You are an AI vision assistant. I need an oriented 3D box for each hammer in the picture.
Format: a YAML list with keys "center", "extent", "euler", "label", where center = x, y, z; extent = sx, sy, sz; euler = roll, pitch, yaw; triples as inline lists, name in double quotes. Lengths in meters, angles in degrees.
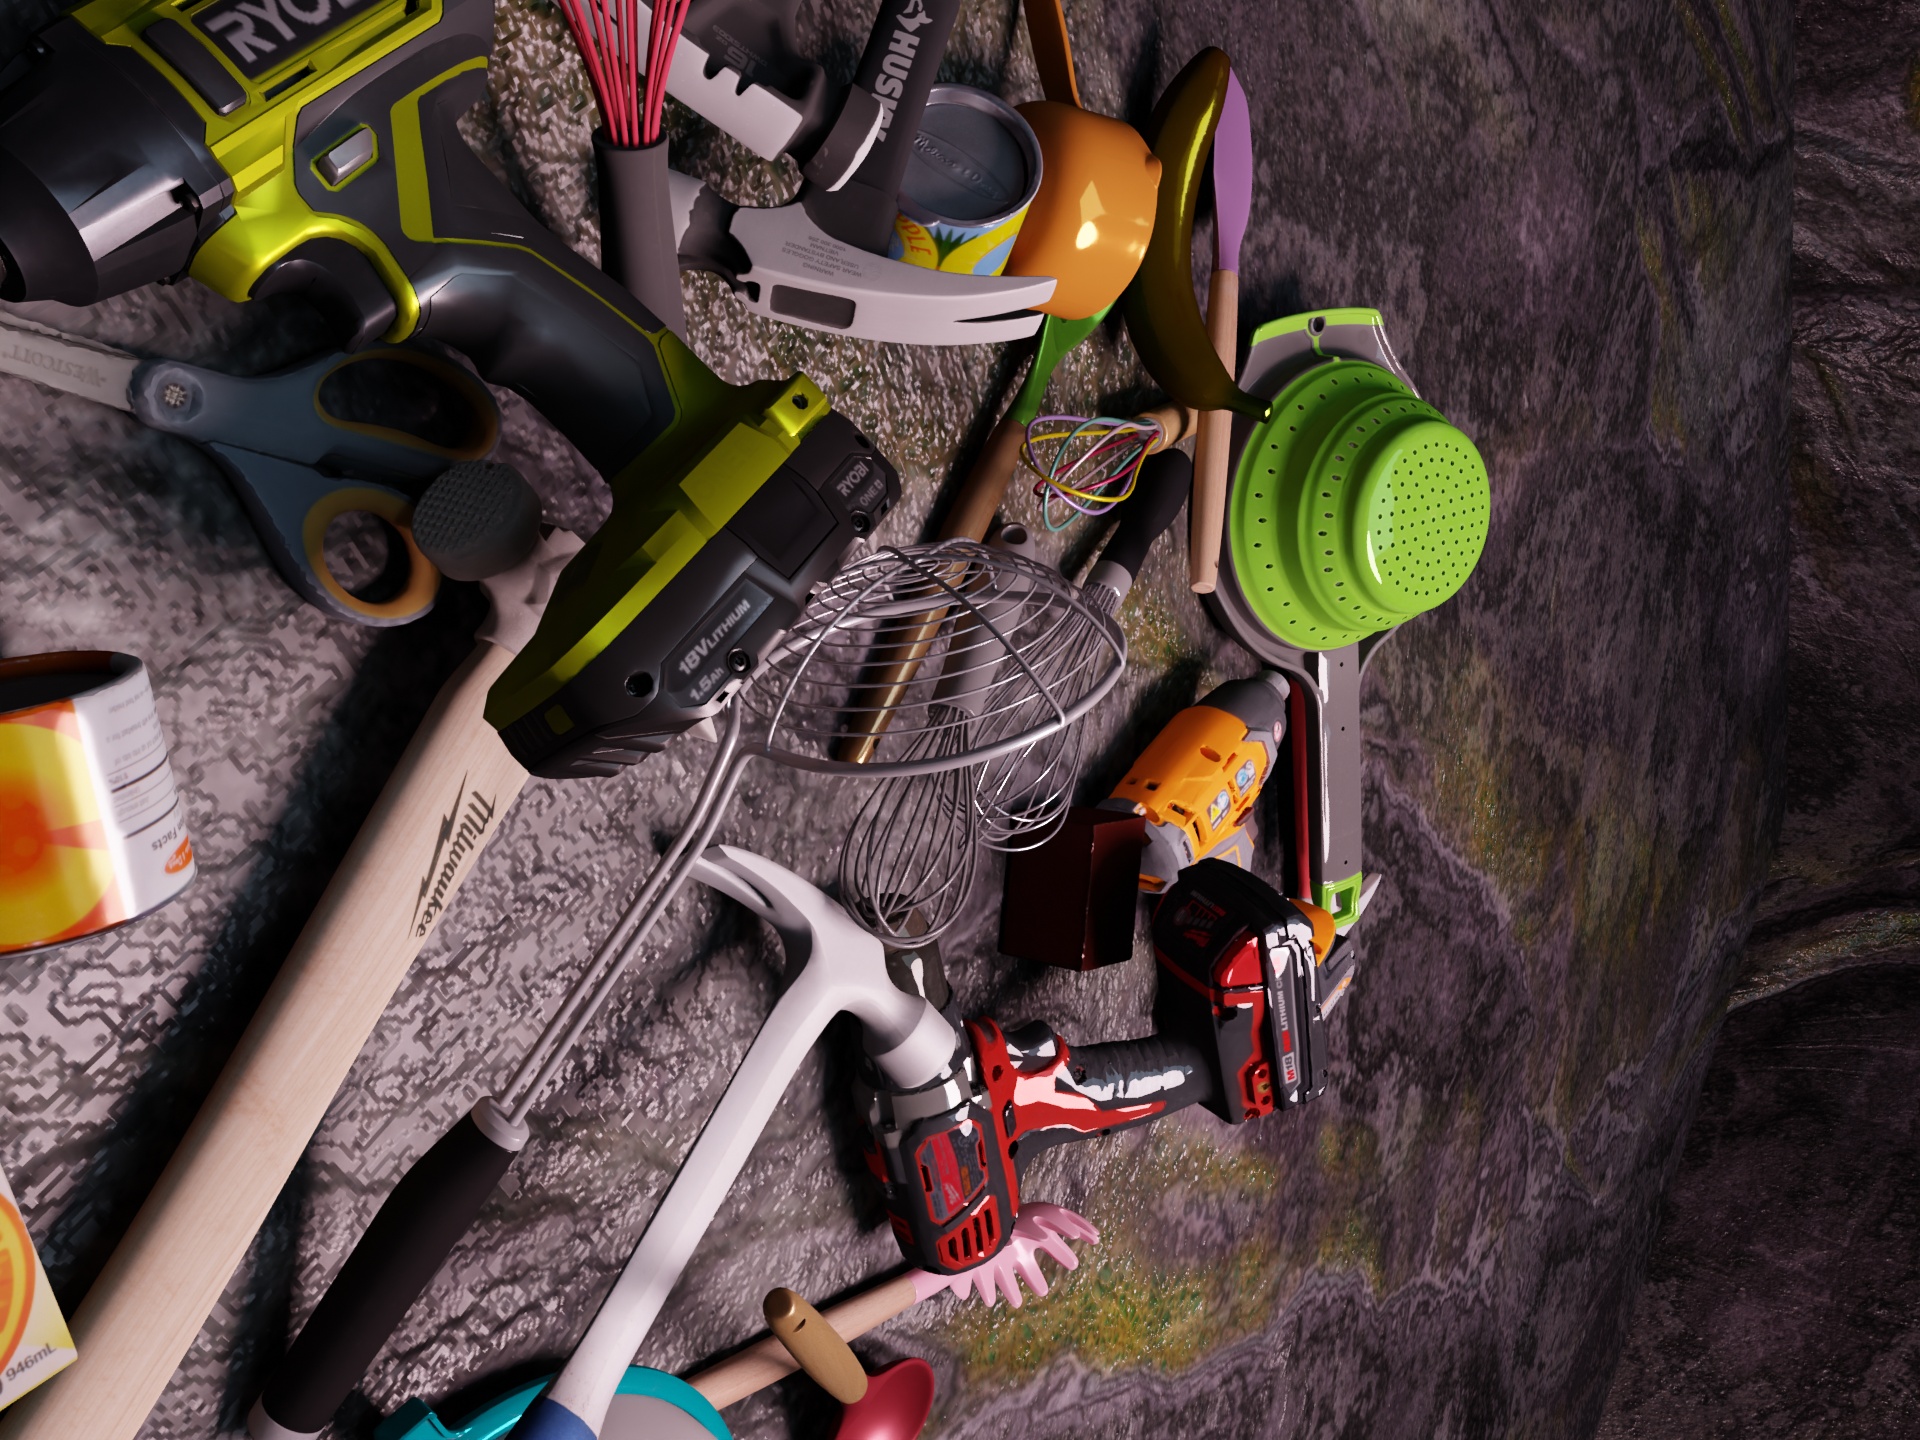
- center: [-0.005, -0.290, 0.612]
  extent: [0.035, 0.146, 0.335]
  euler: [120, -14, -68]
  label: "hammer"
- center: [-0.127, 0.214, 0.519]
  extent: [0.144, 0.035, 0.406]
  euler: [51, 46, -23]
  label: "hammer"
- center: [0.240, -0.028, 1.065]
  extent: [0.143, 0.038, 0.386]
  euler: [-32, 122, -49]
  label: "hammer"
- center: [-0.205, 0.127, 0.469]
  extent: [0.411, 0.038, 0.146]
  euler: [-63, 150, -20]
  label: "hammer"
- center: [-0.039, -0.351, 0.578]
  extent: [0.127, 0.034, 0.337]
  euler: [30, 64, -22]
  label: "hammer"

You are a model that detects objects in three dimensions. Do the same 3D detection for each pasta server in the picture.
- center: [-0.039, 0.281, 0.741]
  extent: [0.316, 0.040, 0.060]
  euler: [-3, 133, -53]
  label: "pasta server"

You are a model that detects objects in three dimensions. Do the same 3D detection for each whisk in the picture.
- center: [0.090, -0.138, 0.798]
  extent: [0.245, 0.047, 0.051]
  euler: [-35, 126, -59]
  label: "whisk"
- center: [0.061, -0.045, 0.799]
  extent: [0.285, 0.070, 0.070]
  euler: [-60, 140, -35]
  label: "whisk"
- center: [0.000, -0.003, 0.696]
  extent: [0.055, 0.055, 0.239]
  euler: [60, 36, -42]
  label: "whisk"
- center: [-0.100, -0.193, 0.475]
  extent: [0.073, 0.073, 0.295]
  euler: [-45, 152, -40]
  label: "whisk"

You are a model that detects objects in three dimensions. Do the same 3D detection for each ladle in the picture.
- center: [-0.048, 0.269, 0.648]
  extent: [0.069, 0.031, 0.315]
  euler: [-48, 157, -21]
  label: "ladle"

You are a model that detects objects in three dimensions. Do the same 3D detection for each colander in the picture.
- center: [0.251, -0.046, 0.965]
  extent: [0.204, 0.095, 0.397]
  euler: [-15, 110, -29]
  label: "colander"

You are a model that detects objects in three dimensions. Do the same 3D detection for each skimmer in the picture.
- center: [-0.088, 0.089, 0.509]
  extent: [0.090, 0.127, 0.363]
  euler: [35, 91, -34]
  label: "skimmer"

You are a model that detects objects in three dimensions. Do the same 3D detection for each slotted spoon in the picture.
- center: [0.014, -0.116, 0.735]
  extent: [0.314, 0.031, 0.070]
  euler: [-65, 159, -18]
  label: "slotted spoon"

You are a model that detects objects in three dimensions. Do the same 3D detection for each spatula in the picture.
- center: [0.141, -0.214, 0.853]
  extent: [0.059, 0.018, 0.316]
  euler: [35, 57, -54]
  label: "spatula"

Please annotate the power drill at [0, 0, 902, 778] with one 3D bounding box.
- center: [-0.138, -0.097, 0.425]
  extent: [0.223, 0.080, 0.171]
  euler: [46, 54, -15]
  label: "power drill"

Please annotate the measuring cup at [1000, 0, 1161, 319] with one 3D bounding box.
- center: [0.029, -0.263, 0.696]
  extent: [0.052, 0.095, 0.174]
  euler: [-3, 79, -39]
  label: "measuring cup"

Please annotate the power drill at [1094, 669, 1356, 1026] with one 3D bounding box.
- center: [0.165, 0.089, 0.942]
  extent: [0.164, 0.084, 0.226]
  euler: [-46, 129, -32]
  label: "power drill"

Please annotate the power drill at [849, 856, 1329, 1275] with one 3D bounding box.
- center: [0.053, 0.139, 0.747]
  extent: [0.226, 0.080, 0.187]
  euler: [-19, 113, -18]
  label: "power drill"

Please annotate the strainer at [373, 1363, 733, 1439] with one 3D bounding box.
- center: [-0.092, 0.365, 0.605]
  extent: [0.340, 0.095, 0.211]
  euler: [24, 80, -47]
  label: "strainer"
